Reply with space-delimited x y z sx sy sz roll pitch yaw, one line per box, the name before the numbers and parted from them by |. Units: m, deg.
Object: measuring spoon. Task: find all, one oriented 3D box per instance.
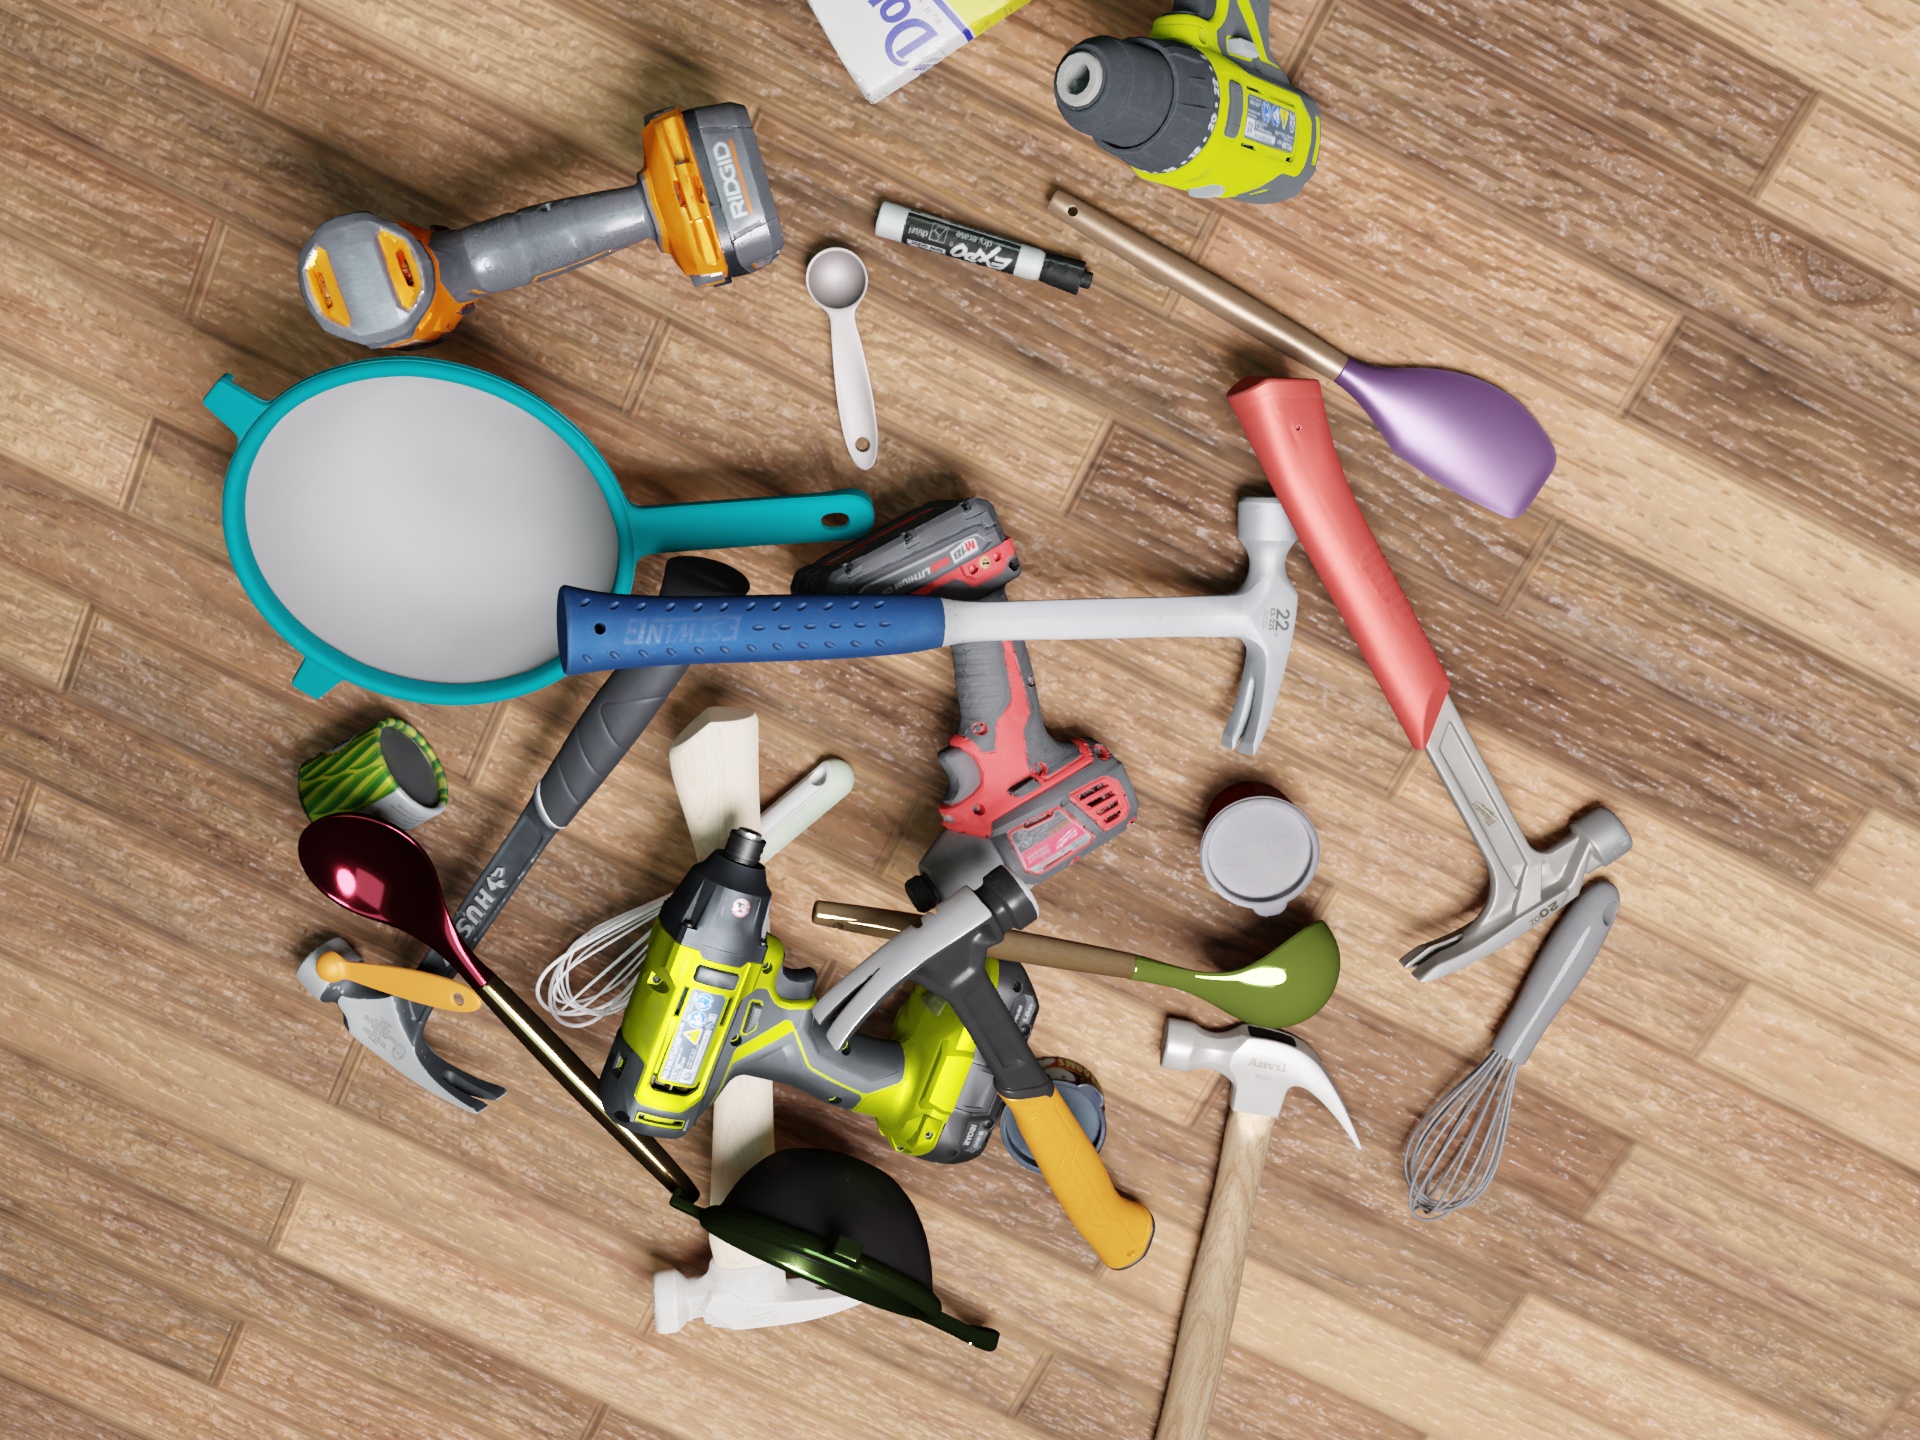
measuring spoon | -0.338 0.158 0.950 0.117 0.011 0.021 9 107 17
measuring spoon | -0.062 -0.202 0.893 0.034 0.018 0.124 -6 112 5

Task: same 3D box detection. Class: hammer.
hammer | 0.237 -0.028 0.881 0.149 0.037 0.359 -33 106 0
hammer | -0.122 0.189 0.963 0.146 0.038 0.410 -3 109 -11
hammer | 0.169 0.349 1.020 0.130 0.031 0.331 9 106 2
hammer | 0.038 0.226 0.908 0.127 0.034 0.336 -35 129 -9
hammer | -0.001 -0.045 0.826 0.405 0.035 0.144 -3 99 -22
hammer | -0.242 0.065 0.917 0.149 0.036 0.409 42 114 6

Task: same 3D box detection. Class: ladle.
ladle | 0.071 0.125 0.906 0.320 0.062 0.078 12 138 -15
ladle | -0.256 0.169 0.918 0.069 0.031 0.315 -34 105 21

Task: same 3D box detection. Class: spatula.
spatula | 0.187 -0.207 0.870 0.316 0.018 0.059 28 105 -5

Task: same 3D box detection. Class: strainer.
strainer | -0.220 -0.123 0.882 0.340 0.095 0.210 -4 127 -5
strainer | -0.043 0.319 0.967 0.151 0.069 0.256 0 149 40

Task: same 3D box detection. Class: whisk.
whisk | 0.335 0.202 0.963 0.055 0.055 0.239 25 101 -4
whisk | -0.161 0.104 0.967 0.246 0.058 0.059 -39 134 9

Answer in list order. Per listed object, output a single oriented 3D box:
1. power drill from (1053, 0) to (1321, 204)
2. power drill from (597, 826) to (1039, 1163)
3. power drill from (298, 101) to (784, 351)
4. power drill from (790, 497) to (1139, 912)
power drill | 0.113 -0.369 0.750 0.080 0.190 0.228 11 103 36
power drill | -0.075 0.164 0.910 0.223 0.080 0.171 19 95 -28
power drill | -0.212 -0.248 0.827 0.226 0.164 0.084 -17 104 -5
power drill | -0.001 -0.003 0.891 0.143 0.078 0.219 -30 105 -15
